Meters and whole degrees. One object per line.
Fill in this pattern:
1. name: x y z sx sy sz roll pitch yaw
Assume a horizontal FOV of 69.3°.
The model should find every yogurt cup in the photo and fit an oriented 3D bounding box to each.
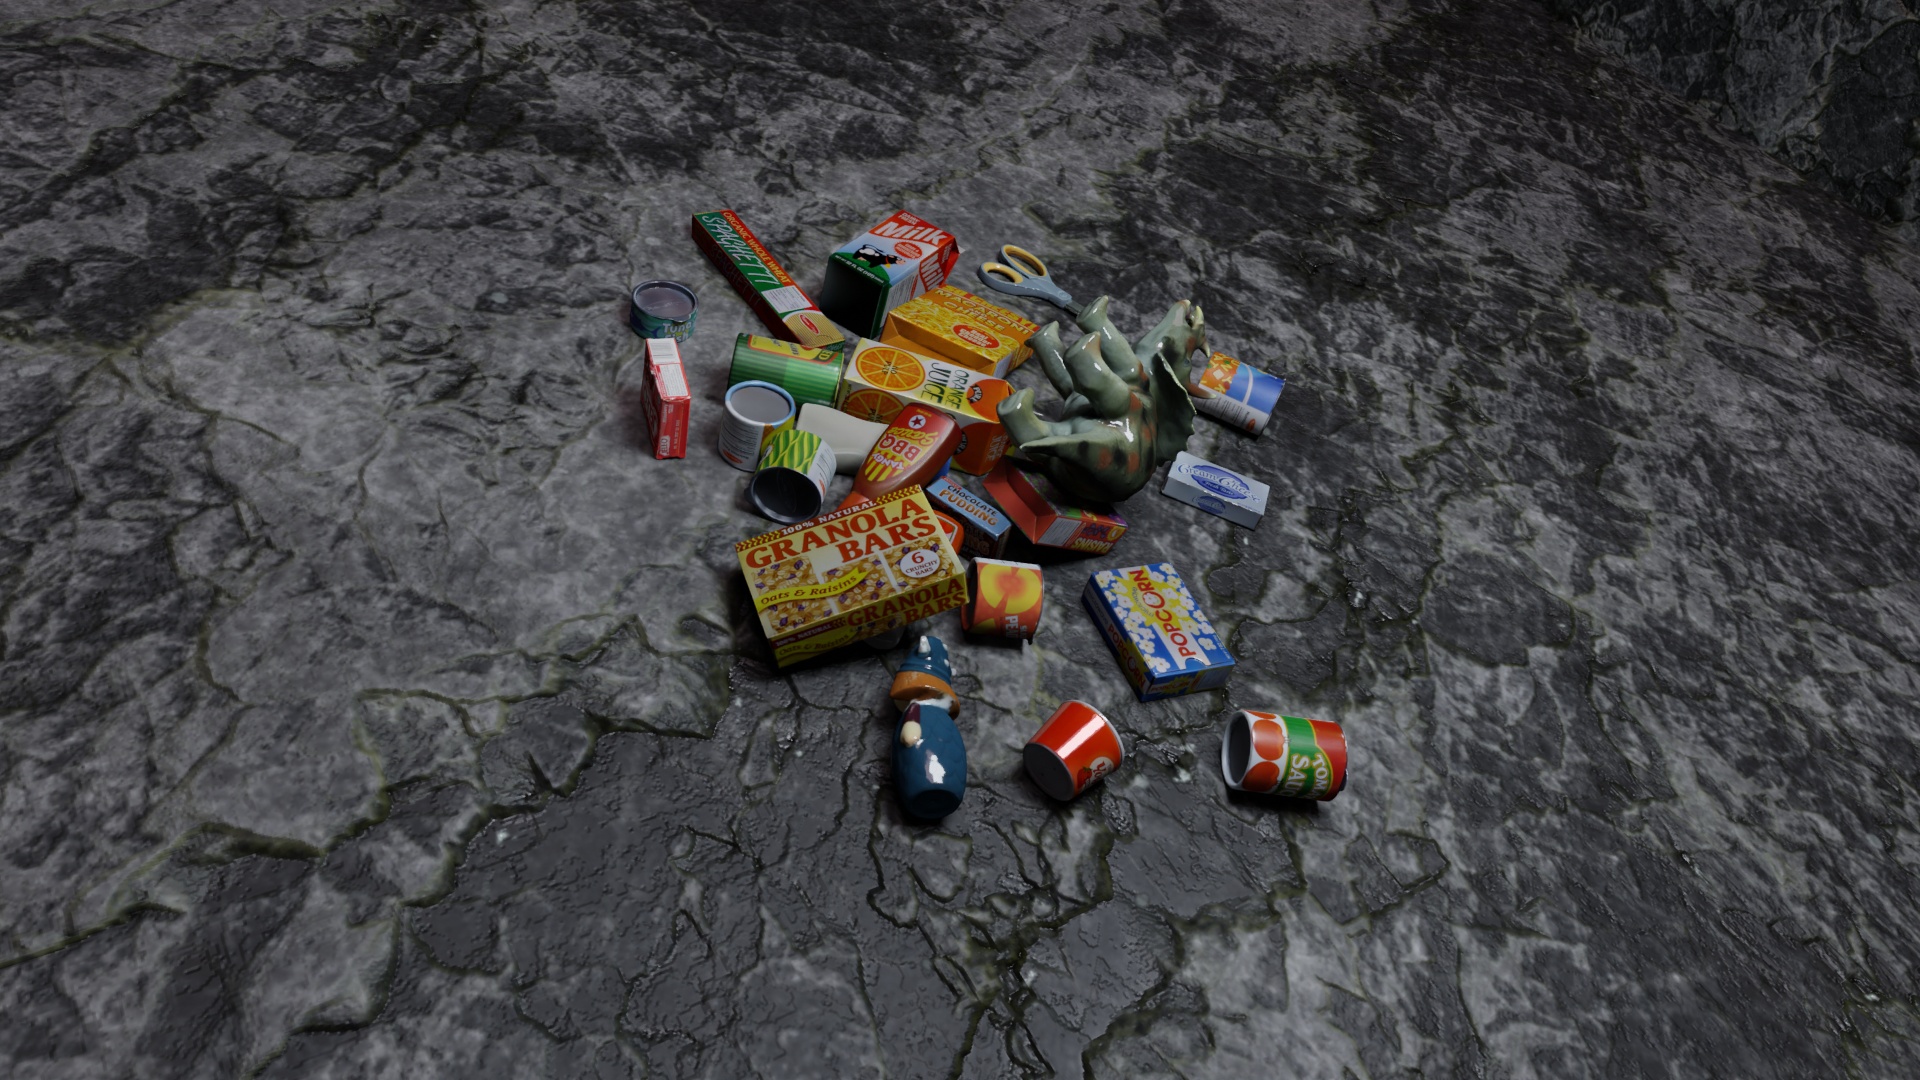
1. yogurt cup: 0.086 0.167 1.090 0.072 0.072 0.054 40 54 23

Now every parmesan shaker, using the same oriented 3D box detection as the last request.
1. parmesan shaker: -0.169 -0.159 1.339 0.103 0.071 0.072 11 42 -9

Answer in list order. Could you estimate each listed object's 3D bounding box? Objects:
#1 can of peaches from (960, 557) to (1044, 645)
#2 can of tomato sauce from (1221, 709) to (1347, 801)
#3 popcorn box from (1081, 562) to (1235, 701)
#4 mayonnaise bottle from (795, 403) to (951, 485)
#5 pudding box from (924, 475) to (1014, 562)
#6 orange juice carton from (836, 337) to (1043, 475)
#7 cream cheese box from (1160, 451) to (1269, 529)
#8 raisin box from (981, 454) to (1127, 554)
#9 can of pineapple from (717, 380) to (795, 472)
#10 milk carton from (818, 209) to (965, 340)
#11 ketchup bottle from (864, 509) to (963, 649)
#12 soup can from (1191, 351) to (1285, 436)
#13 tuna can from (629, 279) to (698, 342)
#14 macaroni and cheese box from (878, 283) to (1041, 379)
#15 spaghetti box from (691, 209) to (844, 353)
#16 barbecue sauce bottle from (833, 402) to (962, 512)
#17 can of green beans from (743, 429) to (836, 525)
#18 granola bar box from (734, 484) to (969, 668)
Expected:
1. can of peaches: 0.035 0.052 1.192 0.058 0.070 0.071 8 43 -12
2. can of tomato sauce: 0.265 0.178 1.138 0.083 0.070 0.071 9 43 -10
3. popcorn box: 0.173 0.079 1.232 0.085 0.038 0.127 -6 47 -26
4. mayonnaise bottle: -0.084 -0.084 1.313 0.148 0.041 0.065 15 49 -6
5. pudding box: 0.005 -0.016 1.264 0.084 0.049 0.030 35 46 17
6. orange juice carton: -0.020 -0.124 1.354 0.193 0.071 0.073 17 42 -2
7. cream cheese box: 0.259 -0.052 1.412 0.104 0.024 0.054 22 40 4
8. raisin box: 0.089 -0.033 1.284 0.123 0.040 0.086 9 34 -52
9. can of pineapple: -0.188 -0.107 1.286 0.071 0.057 0.071 10 42 -9
10. milk carton: -0.070 -0.301 1.523 0.072 0.073 0.191 31 43 14
11. ketchup bottle: -0.047 0.033 1.199 0.065 0.043 0.150 19 42 6
12. soup can: 0.303 -0.162 1.512 0.084 0.071 0.072 25 42 8
13. tuna can: -0.297 -0.228 1.396 0.071 0.032 0.071 10 42 -9
14. macaroni and cheese box: 0.004 -0.215 1.451 0.124 0.040 0.167 26 27 9
15. spaghetti box: -0.208 -0.273 1.477 0.050 0.028 0.251 -18 53 -34
16. barbecue sauce bottle: -0.064 -0.057 1.253 0.065 0.043 0.149 25 64 30
17. can of green beans: -0.149 -0.057 1.241 0.071 0.070 0.058 17 41 -2
18. granola bar box: -0.091 0.027 1.146 0.166 0.038 0.125 -18 43 -10
